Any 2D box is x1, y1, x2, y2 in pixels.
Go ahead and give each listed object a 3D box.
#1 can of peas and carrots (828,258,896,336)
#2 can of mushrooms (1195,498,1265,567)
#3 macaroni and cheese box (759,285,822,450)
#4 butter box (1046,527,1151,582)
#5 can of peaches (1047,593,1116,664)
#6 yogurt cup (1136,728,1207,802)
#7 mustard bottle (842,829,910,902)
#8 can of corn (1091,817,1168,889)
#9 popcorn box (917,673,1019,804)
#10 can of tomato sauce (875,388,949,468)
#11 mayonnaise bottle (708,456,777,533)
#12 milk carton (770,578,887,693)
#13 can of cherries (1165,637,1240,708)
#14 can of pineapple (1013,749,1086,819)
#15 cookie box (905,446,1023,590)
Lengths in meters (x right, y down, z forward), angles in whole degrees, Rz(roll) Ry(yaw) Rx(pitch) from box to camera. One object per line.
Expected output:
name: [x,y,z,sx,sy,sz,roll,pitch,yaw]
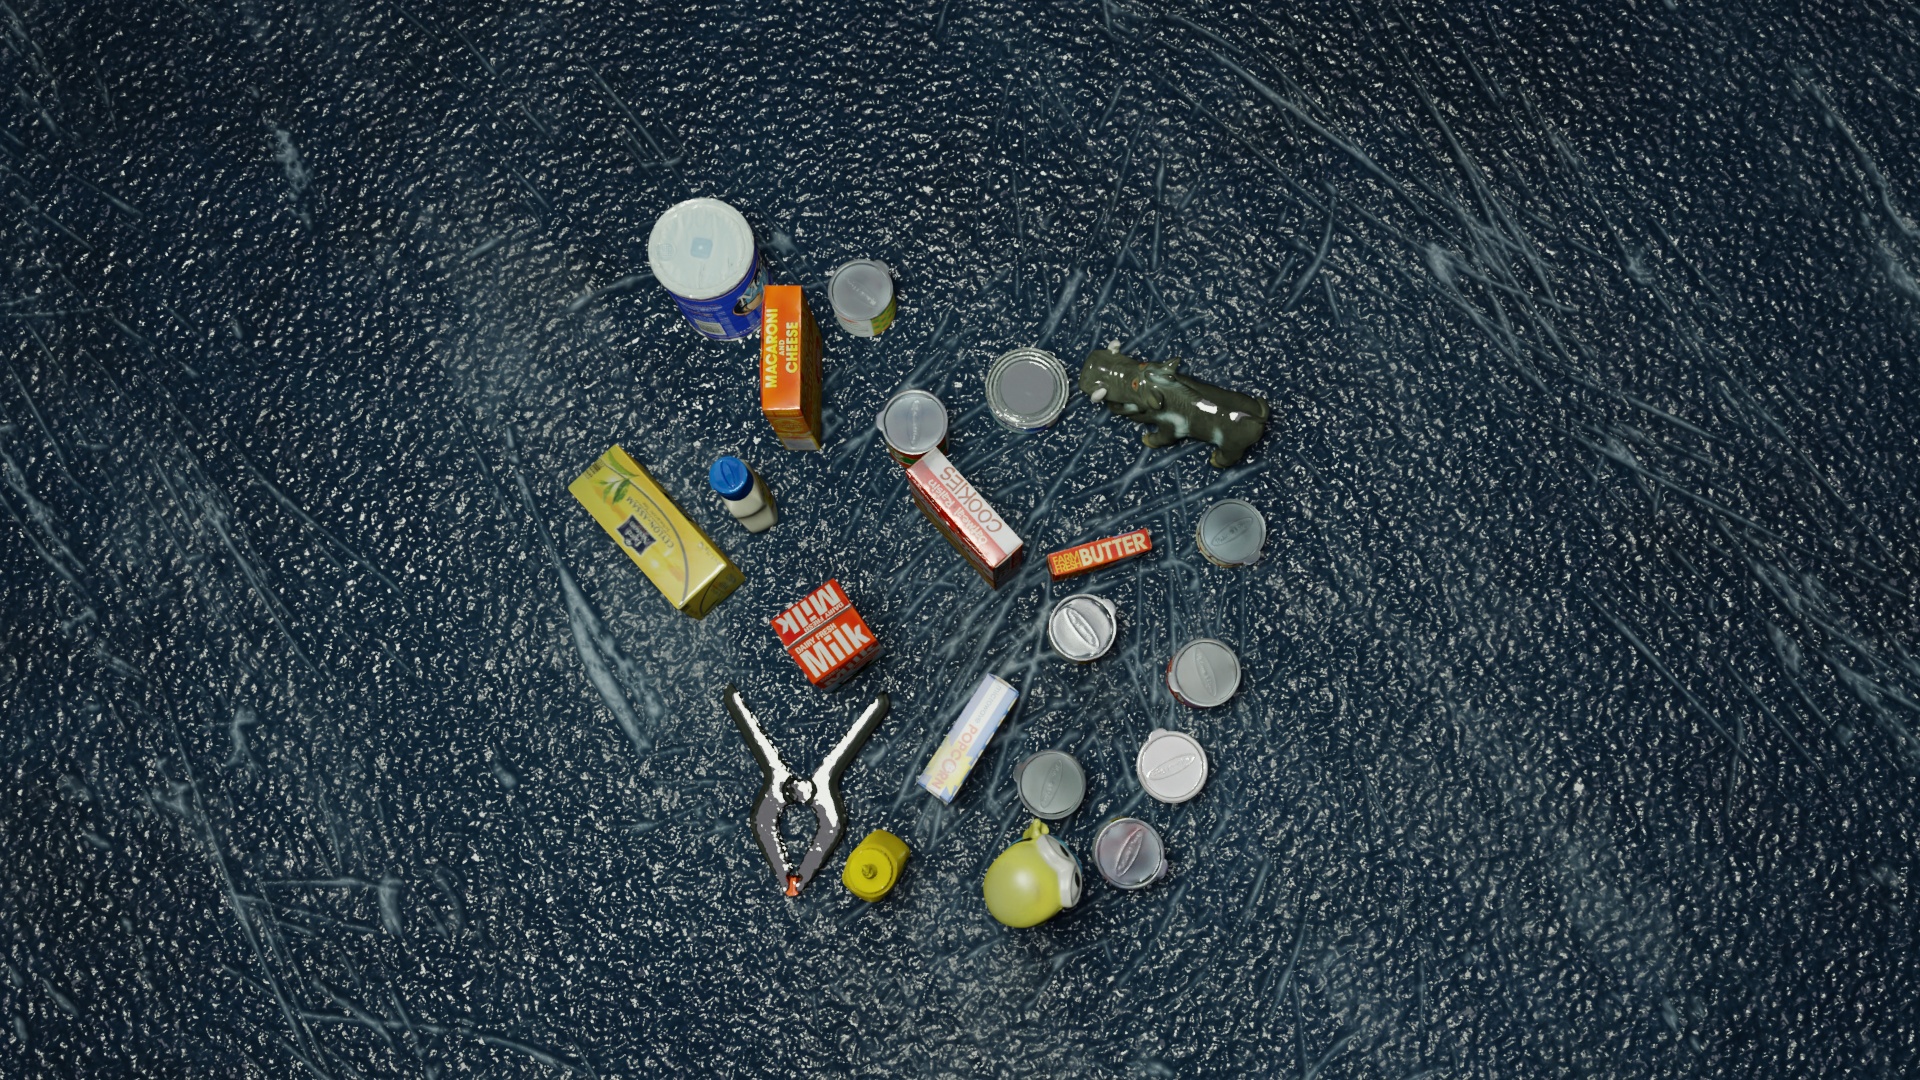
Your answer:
can of peas and carrots: [-0.100,-0.253,1.441,0.071,0.058,0.071,0,80,1]
can of mushrooms: [0.273,-0.005,1.402,0.071,0.033,0.071,0,80,1]
macaroni and cheese box: [-0.166,-0.166,1.373,0.040,0.166,0.124,-1,80,1]
butter box: [0.138,0.015,1.391,0.103,0.053,0.024,-16,81,-1]
can of peaches: [0.122,0.087,1.376,0.071,0.058,0.071,0,80,1]
yogurt cup: [0.203,0.220,1.353,0.072,0.054,0.072,0,80,1]
mustard bottle: [-0.081,0.305,1.291,0.049,0.160,0.065,32,83,6]
can of corn: [0.163,0.302,1.337,0.071,0.058,0.071,0,80,1]
popcorn box: [0.009,0.192,1.347,0.038,0.085,0.127,33,82,6]
can of tomato sauce: [-0.046,-0.110,1.402,0.071,0.083,0.071,0,80,1]
mayonnaise bottle: [-0.214,-0.049,1.362,0.041,0.148,0.065,-23,81,-2]
milk carton: [-0.124,0.091,1.314,0.072,0.190,0.073,-35,81,-4]
can of cherries: [0.235,0.132,1.366,0.071,0.058,0.071,0,80,1]
can of pineapple: [0.086,0.235,1.351,0.071,0.058,0.071,0,80,1]
cookie box: [0.005,-0.017,1.342,0.040,0.167,0.123,-42,82,-5]
